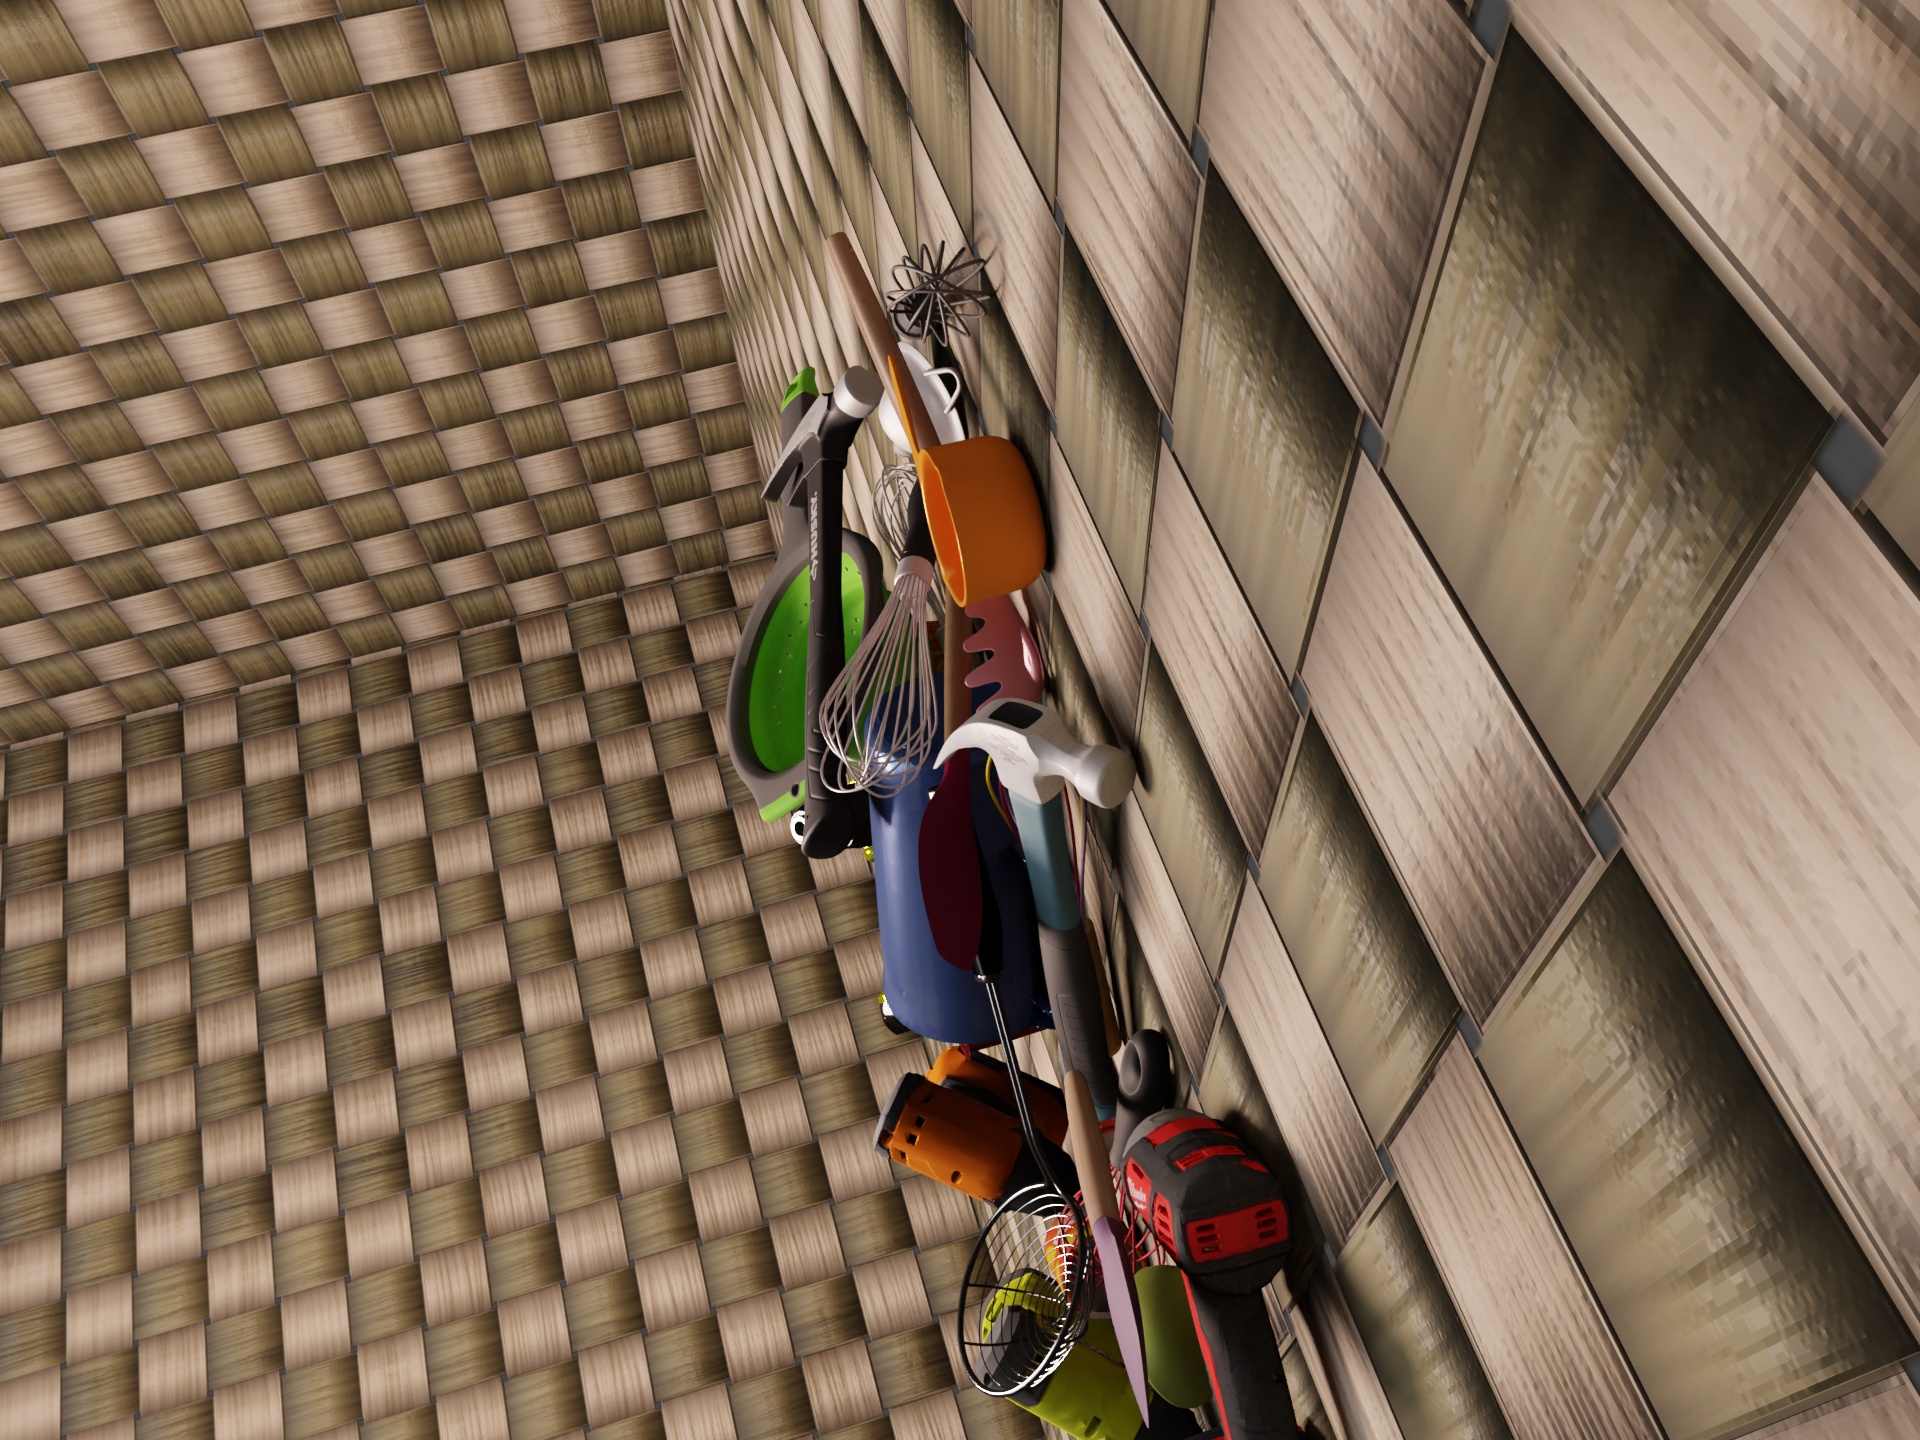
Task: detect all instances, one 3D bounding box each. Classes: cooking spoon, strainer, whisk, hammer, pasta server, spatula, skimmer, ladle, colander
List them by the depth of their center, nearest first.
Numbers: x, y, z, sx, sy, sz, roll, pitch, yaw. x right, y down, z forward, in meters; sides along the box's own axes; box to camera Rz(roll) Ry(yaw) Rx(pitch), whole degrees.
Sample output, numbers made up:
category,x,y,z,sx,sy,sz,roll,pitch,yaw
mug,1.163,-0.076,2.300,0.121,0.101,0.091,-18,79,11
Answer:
category,x,y,z,sx,sy,sz,roll,pitch,yaw
spatula,0.072,0.247,0.802,0.316,0.018,0.059,-96,-1,-79
whisk,-0.019,-0.234,0.894,0.239,0.055,0.055,-119,15,-78
hammer,0.059,0.121,0.906,0.128,0.033,0.330,28,144,38
whisk,-0.032,-0.064,0.943,0.070,0.070,0.285,82,-166,-44
pasta server,-0.019,-0.142,0.944,0.316,0.040,0.060,67,-159,4
whisk,0.061,0.107,0.962,0.051,0.047,0.244,32,143,54
cooking spoon,-0.002,-0.003,0.964,0.068,0.017,0.319,39,-137,-48
skimmer,0.008,0.222,0.970,0.127,0.090,0.363,-4,101,63
whisk,0.102,0.279,0.982,0.295,0.073,0.073,92,162,-46
ladle,0.126,0.390,1.016,0.320,0.062,0.078,88,160,-69
strainer,-0.033,-0.199,1.077,0.087,0.050,0.258,61,177,-4
hammer,-0.095,-0.067,1.090,0.146,0.035,0.335,-37,49,53
whisk,-0.008,-0.074,1.142,0.059,0.058,0.246,1,-113,-62
colander,-0.091,-0.105,1.230,0.204,0.094,0.397,-36,48,42

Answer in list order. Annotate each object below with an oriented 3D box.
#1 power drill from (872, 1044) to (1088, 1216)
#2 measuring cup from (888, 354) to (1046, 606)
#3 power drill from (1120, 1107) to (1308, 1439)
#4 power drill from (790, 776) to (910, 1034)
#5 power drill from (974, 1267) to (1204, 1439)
category,x,y,z,sx,sy,sz,roll,pitch,yaw
power drill,0.030,0.316,1.206,0.226,0.164,0.084,40,-107,-81
measuring cup,0.002,-0.144,0.879,0.095,0.052,0.174,87,167,-59
power drill,0.127,0.297,0.762,0.143,0.078,0.219,-167,65,-81
power drill,-0.051,0.157,1.426,0.080,0.190,0.228,-27,80,38
power drill,0.091,0.472,1.144,0.080,0.171,0.223,-61,-3,-11
